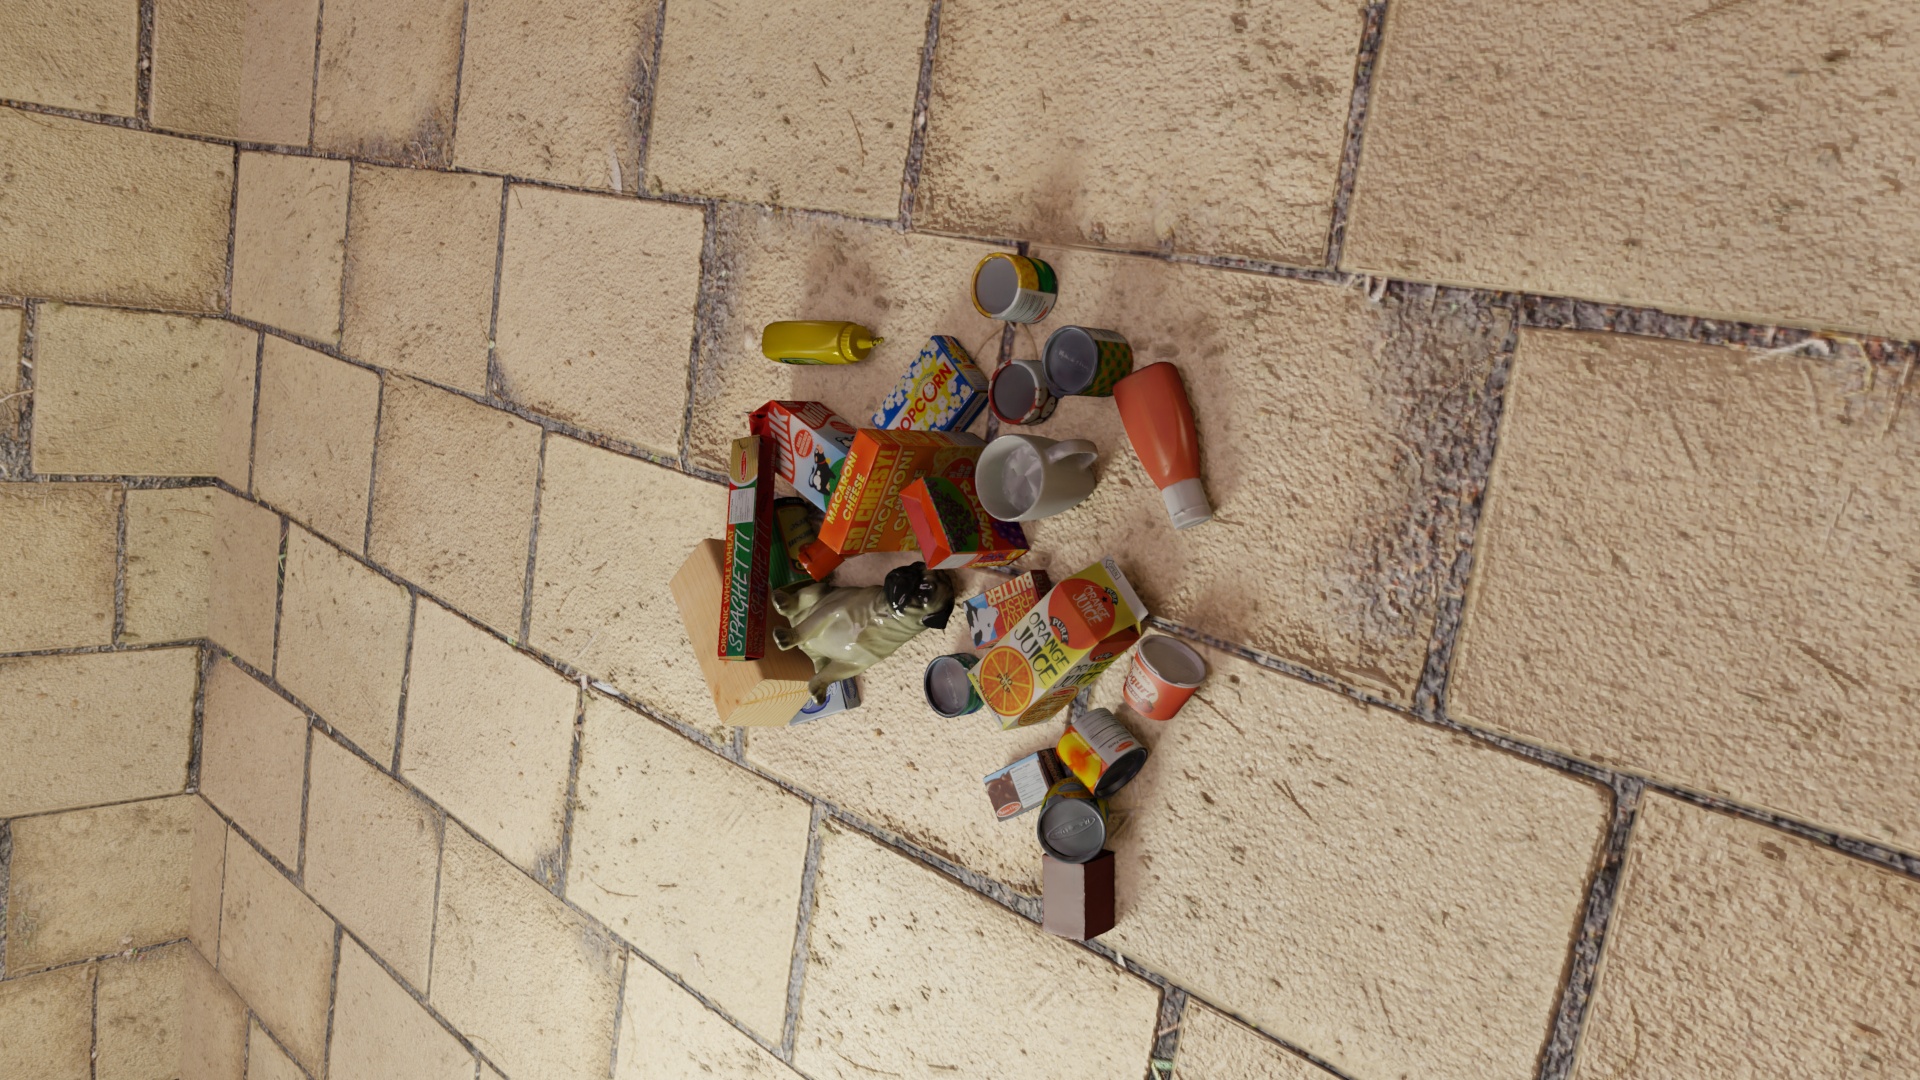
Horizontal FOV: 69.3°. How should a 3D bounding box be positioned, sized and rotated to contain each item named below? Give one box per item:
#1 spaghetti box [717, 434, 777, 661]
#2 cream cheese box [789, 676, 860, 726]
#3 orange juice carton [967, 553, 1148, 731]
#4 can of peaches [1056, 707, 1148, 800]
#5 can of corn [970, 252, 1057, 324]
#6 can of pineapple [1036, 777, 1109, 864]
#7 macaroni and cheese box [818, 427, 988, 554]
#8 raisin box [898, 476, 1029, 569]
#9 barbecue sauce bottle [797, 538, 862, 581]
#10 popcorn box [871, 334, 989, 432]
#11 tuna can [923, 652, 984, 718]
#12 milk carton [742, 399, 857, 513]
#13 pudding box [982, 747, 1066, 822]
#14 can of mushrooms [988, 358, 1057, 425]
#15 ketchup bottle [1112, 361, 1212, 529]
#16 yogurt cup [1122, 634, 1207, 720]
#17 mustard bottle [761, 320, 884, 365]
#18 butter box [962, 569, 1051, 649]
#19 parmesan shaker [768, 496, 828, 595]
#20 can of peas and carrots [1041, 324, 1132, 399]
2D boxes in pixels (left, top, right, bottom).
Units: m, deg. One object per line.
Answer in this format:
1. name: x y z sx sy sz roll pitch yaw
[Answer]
1. spaghetti box: -0.235 0.009 1.532 0.050 0.029 0.250 -5 78 41
2. cream cheese box: -0.162 0.178 1.600 0.103 0.024 0.053 -21 78 40
3. orange juice carton: 0.101 0.098 1.332 0.191 0.073 0.072 -47 62 32
4. can of peaches: 0.132 0.202 1.312 0.058 0.071 0.071 46 120 30
5. can of corn: 0.051 -0.251 1.374 0.071 0.058 0.071 2 93 41
6. can of pineapple: 0.108 0.264 1.324 0.071 0.058 0.071 2 101 8
7. macaroni and cheese box: -0.054 -0.049 1.401 0.040 0.167 0.123 37 115 35
8. raisin box: 0.005 -0.017 1.379 0.040 0.123 0.086 -35 69 35
9. barbecue sauce bottle: -0.106 -0.016 1.484 0.148 0.043 0.065 -39 57 0
10. popcorn box: -0.030 -0.142 1.463 0.126 0.038 0.085 -50 61 30
11. tuna can: -0.003 0.150 1.452 0.071 0.033 0.071 2 93 42
12. milk carton: -0.165 -0.102 1.561 0.191 0.072 0.073 38 116 35
13. pudding box: 0.066 0.245 1.396 0.083 0.030 0.050 -34 71 37
14. can of mushrooms: 0.061 -0.146 1.385 0.071 0.033 0.071 2 93 41
15. ketchup bottle: 0.189 -0.085 1.267 0.064 0.043 0.149 -27 74 40
16. yogurt cup: 0.183 0.127 1.266 0.072 0.072 0.053 45 128 31
17. mustard bottle: -0.149 -0.221 1.551 0.160 0.065 0.049 6 92 38
18. butter box: 0.050 0.070 1.408 0.103 0.024 0.053 -27 73 39
19. parmesan shaker: -0.200 0.008 1.596 0.071 0.071 0.103 -29 72 39
20. can of peas and carrots: 0.120 -0.167 1.315 0.071 0.059 0.071 3 94 42
